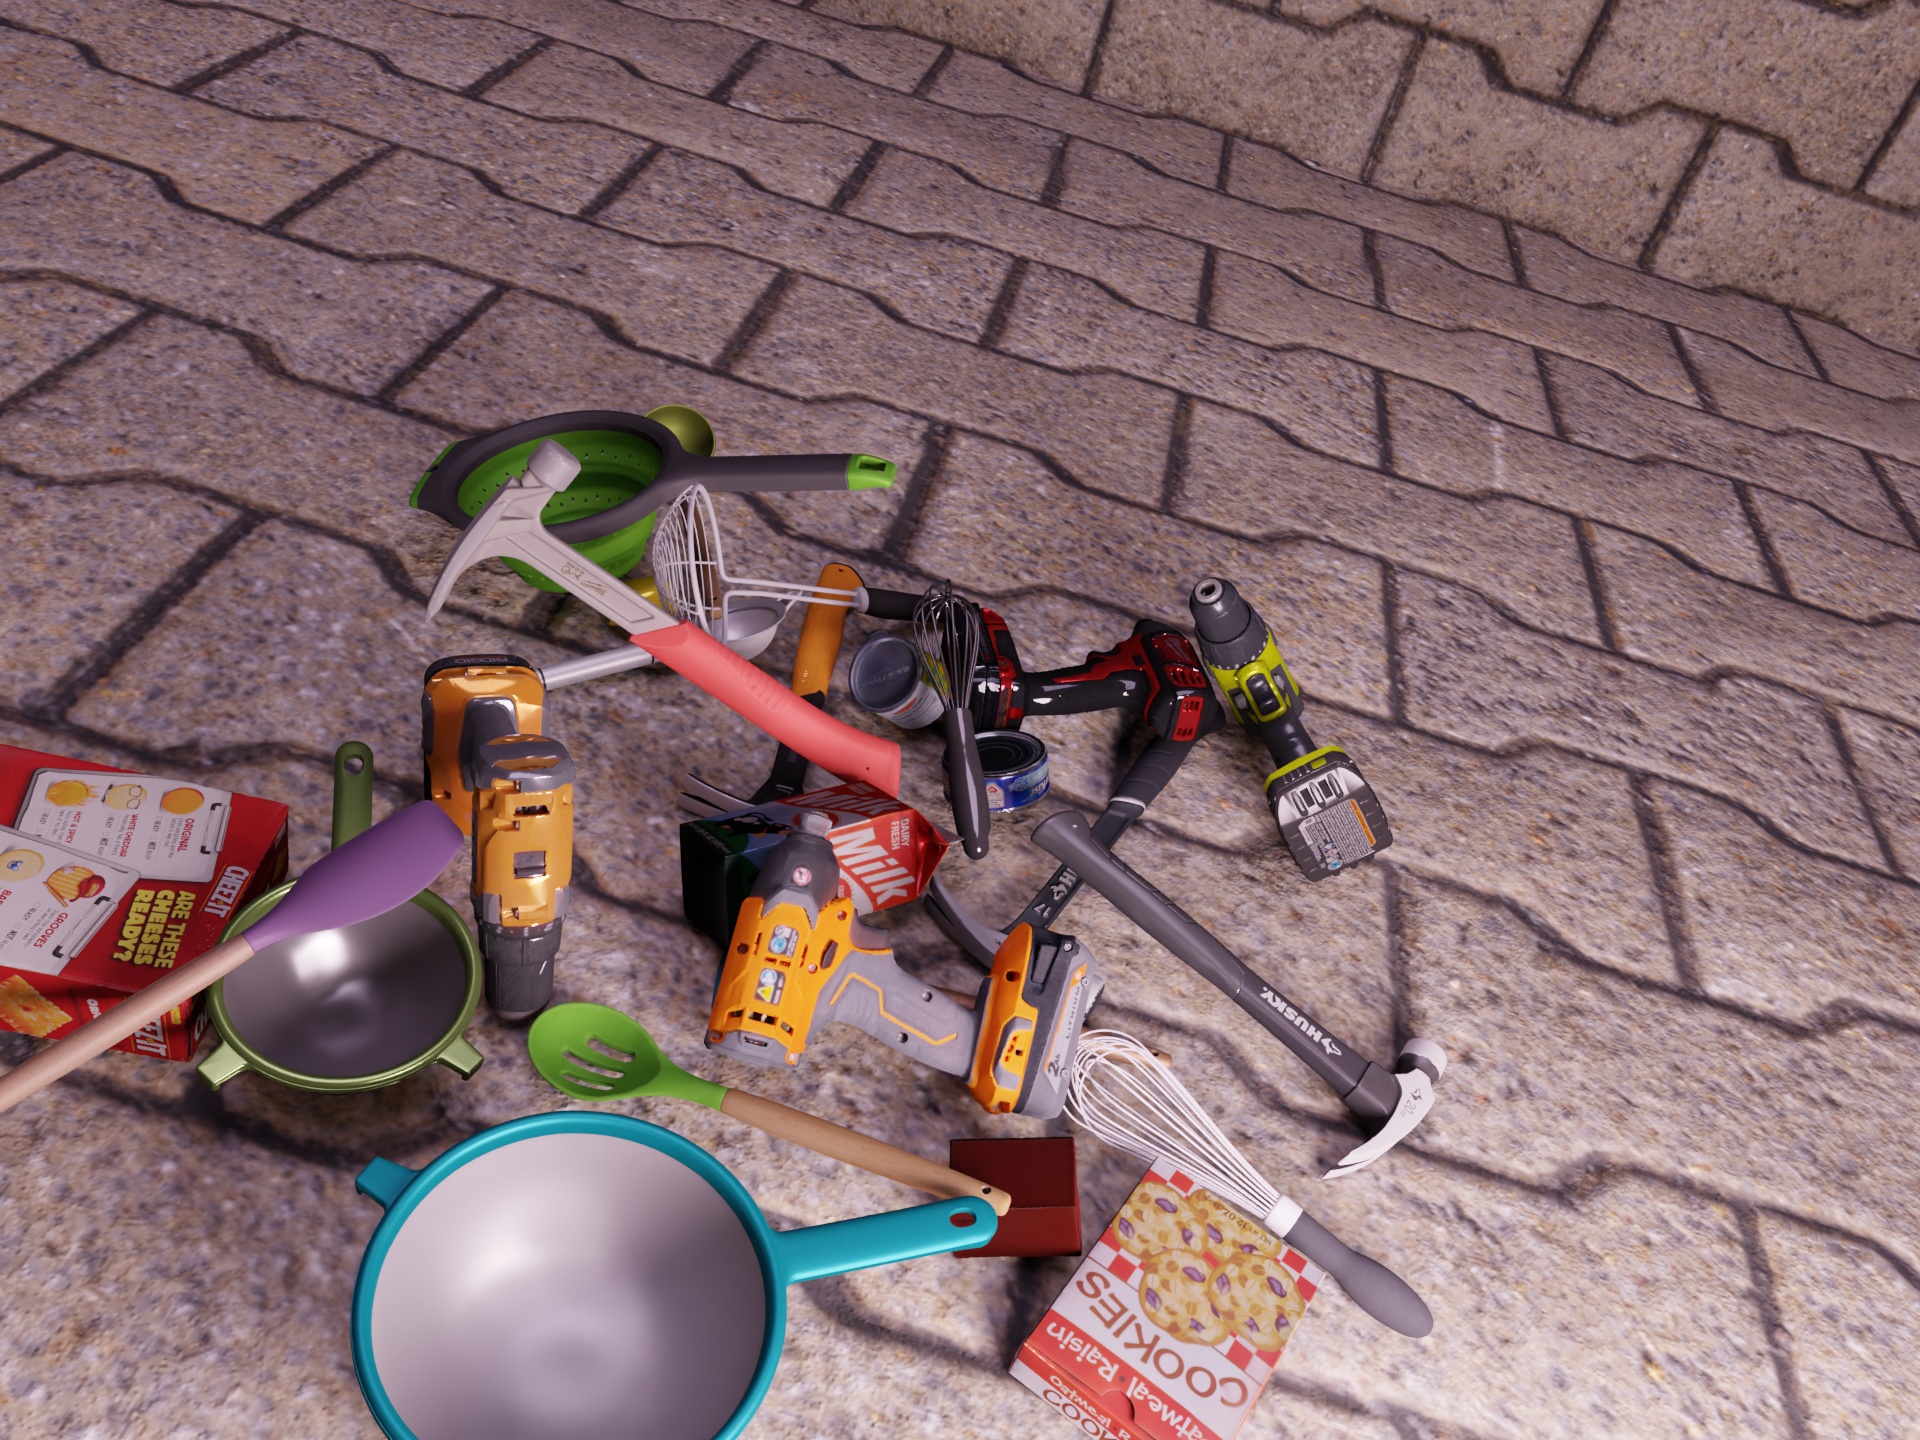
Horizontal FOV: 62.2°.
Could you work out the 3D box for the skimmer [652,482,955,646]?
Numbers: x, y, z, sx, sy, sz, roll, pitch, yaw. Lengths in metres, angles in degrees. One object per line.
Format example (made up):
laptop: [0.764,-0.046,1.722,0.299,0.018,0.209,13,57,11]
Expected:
skimmer: [-0.105,-0.109,1.288,0.363,0.090,0.127,3,78,-48]

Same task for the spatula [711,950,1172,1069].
spatula: [-0.008,0.199,1.087,0.317,0.044,0.082,17,38,-8]

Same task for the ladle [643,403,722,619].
ladle: [-0.238,-0.187,1.404,0.078,0.062,0.321,-9,37,-12]

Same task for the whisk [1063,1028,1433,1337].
whisk: [0.179,0.296,1.019,0.285,0.070,0.070,36,42,15]

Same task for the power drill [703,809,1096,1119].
power drill: [-0.035,0.158,1.022,0.226,0.084,0.164,15,78,-7]

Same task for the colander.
colander: [-0.246,-0.172,1.320,0.397,0.094,0.205,0,38,8]

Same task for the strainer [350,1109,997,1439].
strainer: [-0.144,0.312,0.844,0.340,0.095,0.211,-3,45,-26]

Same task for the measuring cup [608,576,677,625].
measuring cup: [-0.243,-0.089,1.280,0.062,0.029,0.157,-19,21,-23]

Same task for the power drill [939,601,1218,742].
power drill: [0.097,-0.043,1.347,0.219,0.078,0.143,1,37,-11]

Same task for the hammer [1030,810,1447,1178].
hammer: [0.185,0.181,1.131,0.335,0.035,0.146,39,43,11]

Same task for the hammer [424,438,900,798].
hammer: [-0.191,-0.037,1.131,0.358,0.149,0.037,36,12,-24]

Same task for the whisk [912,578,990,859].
whisk: [-0.001,-0.004,1.217,0.055,0.055,0.239,2,61,-19]

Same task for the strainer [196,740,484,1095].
strainer: [-0.378,0.128,0.981,0.151,0.069,0.257,2,47,-21]

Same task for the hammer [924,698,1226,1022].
hammer: [0.119,0.077,1.270,0.149,0.036,0.409,28,39,15]

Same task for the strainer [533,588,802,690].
strainer: [-0.242,-0.057,1.290,0.258,0.050,0.087,-17,26,-28]

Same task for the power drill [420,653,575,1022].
power drill: [-0.300,0.071,1.041,0.084,0.185,0.226,-3,24,-24]

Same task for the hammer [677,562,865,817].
hammer: [-0.132,-0.029,1.302,0.127,0.034,0.337,15,39,-5]

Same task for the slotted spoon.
slotted spoon: [-0.118,0.238,0.953,0.314,0.031,0.070,16,38,15]

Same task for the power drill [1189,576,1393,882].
power drill: [0.261,0.001,1.309,0.080,0.190,0.229,-28,49,10]

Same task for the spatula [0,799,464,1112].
spatula: [-0.421,0.141,0.888,0.316,0.018,0.060,-34,61,-28]
